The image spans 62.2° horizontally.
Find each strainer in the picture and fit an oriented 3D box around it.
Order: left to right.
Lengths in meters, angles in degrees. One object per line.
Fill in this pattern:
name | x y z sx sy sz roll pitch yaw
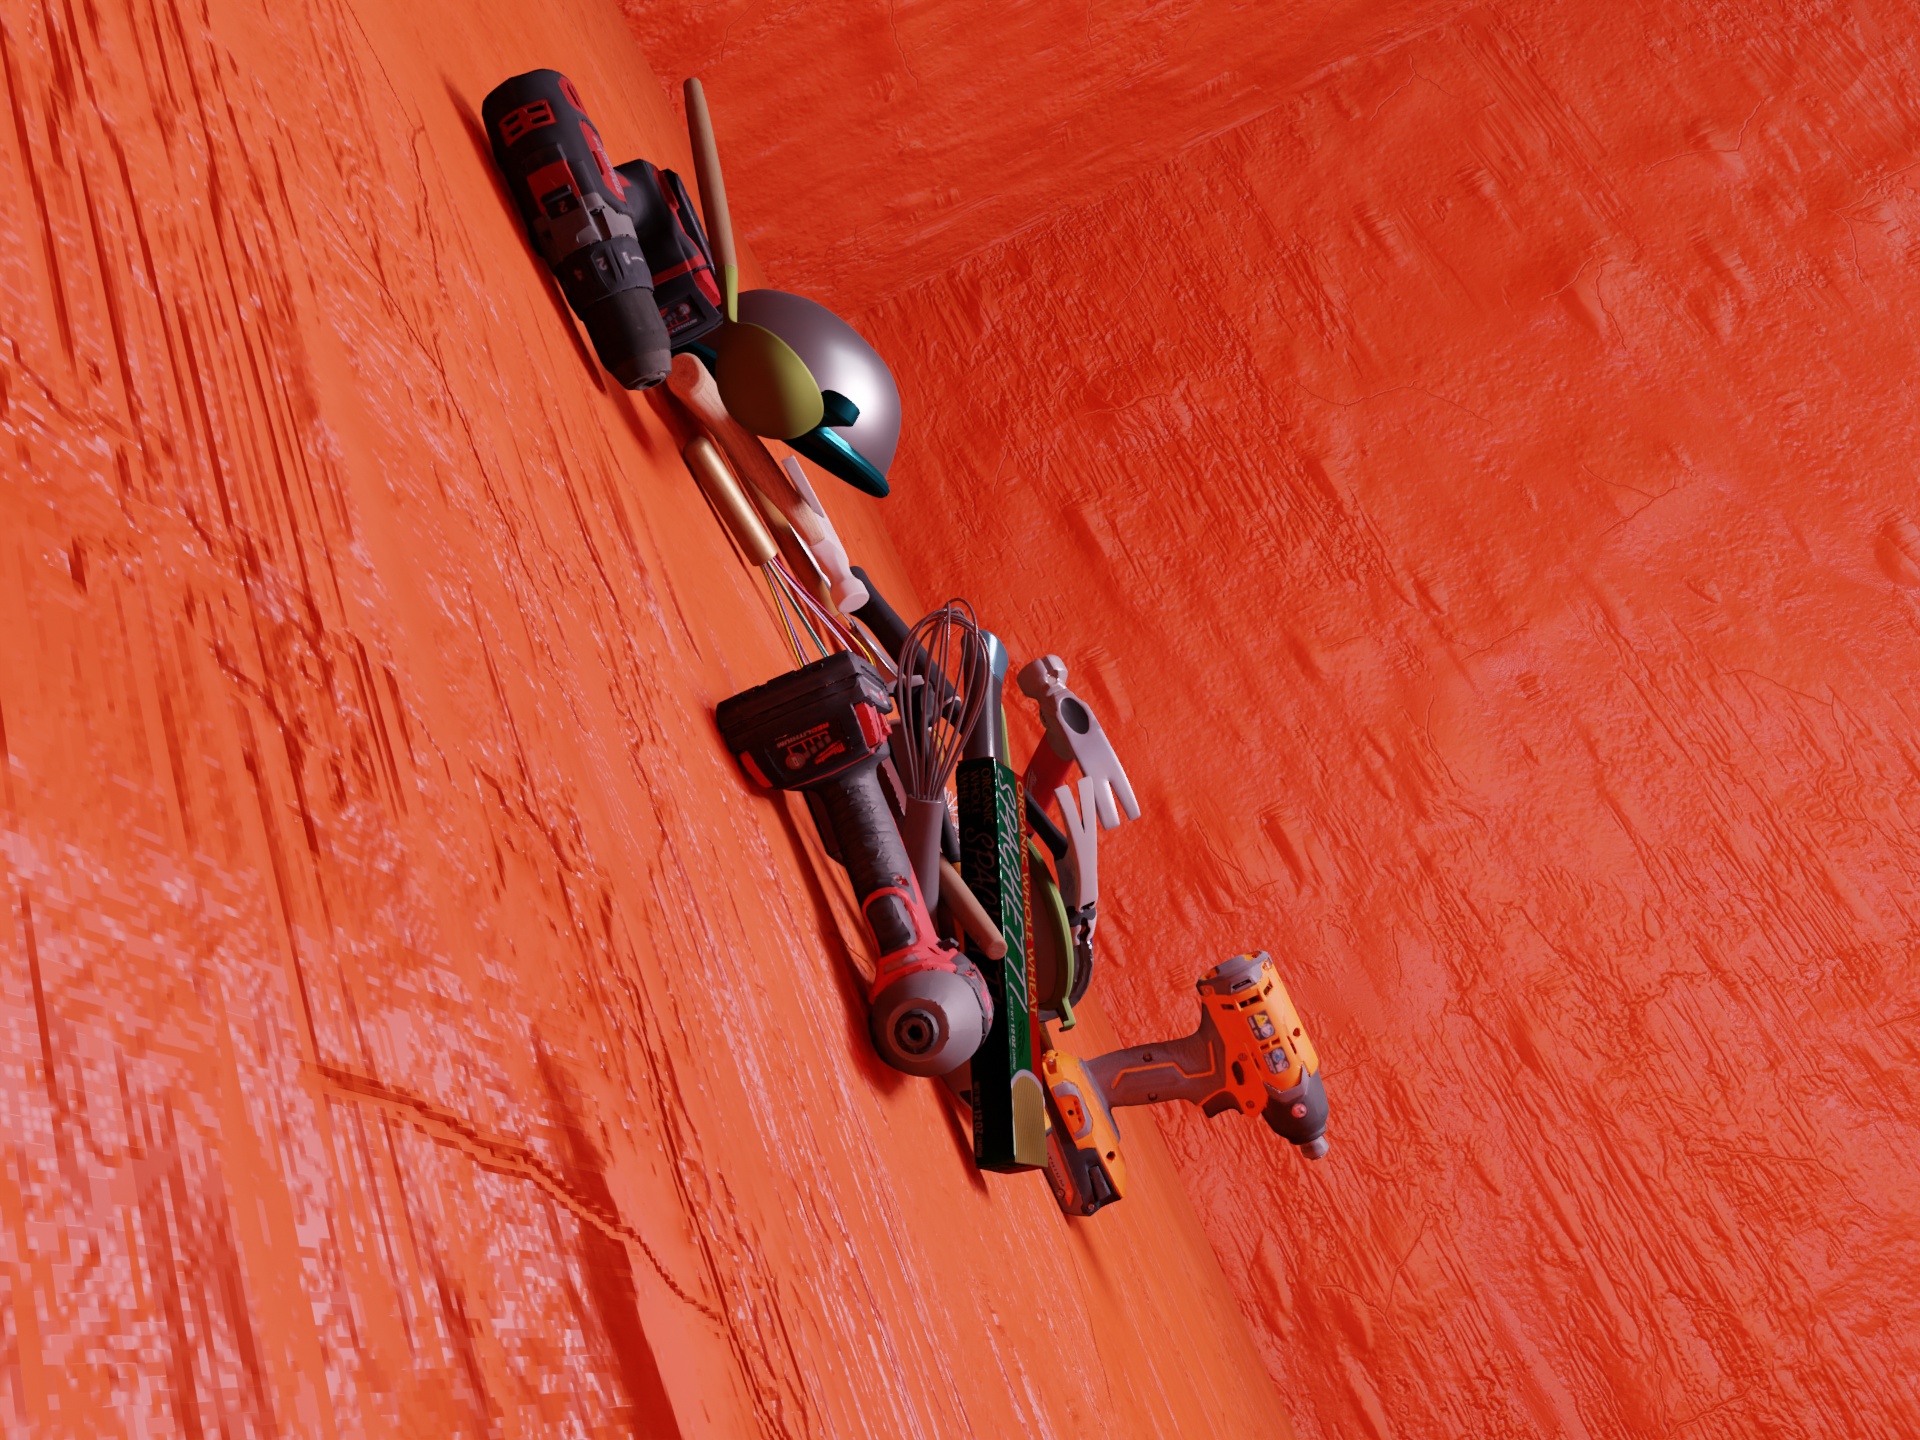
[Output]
strainer | -0.102 -0.255 1.160 0.210 0.095 0.340 34 -1 -19
strainer | -0.116 -0.107 1.464 0.258 0.050 0.087 56 -1 -28
strainer | 0.017 0.110 1.201 0.152 0.069 0.256 33 -45 59

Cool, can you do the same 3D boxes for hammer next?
hammer | -0.152 -0.194 1.234 0.130 0.031 0.331 63 4 20
hammer | -0.002 -0.004 1.299 0.409 0.036 0.149 52 -28 40
hammer | 0.005 0.132 1.118 0.127 0.034 0.337 46 29 -84
hammer | 0.015 0.091 1.056 0.128 0.033 0.331 43 41 -52
hammer | 0.058 0.097 1.346 0.143 0.038 0.386 63 -21 20

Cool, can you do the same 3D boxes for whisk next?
whisk | -0.131 -0.104 1.172 0.244 0.047 0.051 59 6 -27
whisk | -0.018 0.047 0.921 0.055 0.055 0.239 -99 -164 -79
whisk | -0.007 0.107 1.518 0.246 0.059 0.058 72 6 -76

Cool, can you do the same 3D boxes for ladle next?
ladle | -0.145 -0.315 1.047 0.078 0.062 0.320 91 -13 -60

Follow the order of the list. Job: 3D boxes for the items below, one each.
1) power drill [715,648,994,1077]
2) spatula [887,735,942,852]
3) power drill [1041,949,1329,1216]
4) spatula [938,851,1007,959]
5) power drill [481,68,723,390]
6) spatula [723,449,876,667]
power drill | -0.046 0.080 0.835 0.143 0.078 0.220 31 36 -84
spatula | -0.025 0.094 1.252 0.317 0.044 0.082 51 22 -69
power drill | 0.169 0.297 1.235 0.084 0.226 0.164 13 52 -86
spatula | -0.029 0.074 1.019 0.316 0.018 0.059 -133 -134 -63
power drill | -0.212 -0.289 1.008 0.227 0.080 0.188 -42 109 -83
spatula | -0.131 -0.106 1.381 0.322 0.041 0.081 60 3 -13
